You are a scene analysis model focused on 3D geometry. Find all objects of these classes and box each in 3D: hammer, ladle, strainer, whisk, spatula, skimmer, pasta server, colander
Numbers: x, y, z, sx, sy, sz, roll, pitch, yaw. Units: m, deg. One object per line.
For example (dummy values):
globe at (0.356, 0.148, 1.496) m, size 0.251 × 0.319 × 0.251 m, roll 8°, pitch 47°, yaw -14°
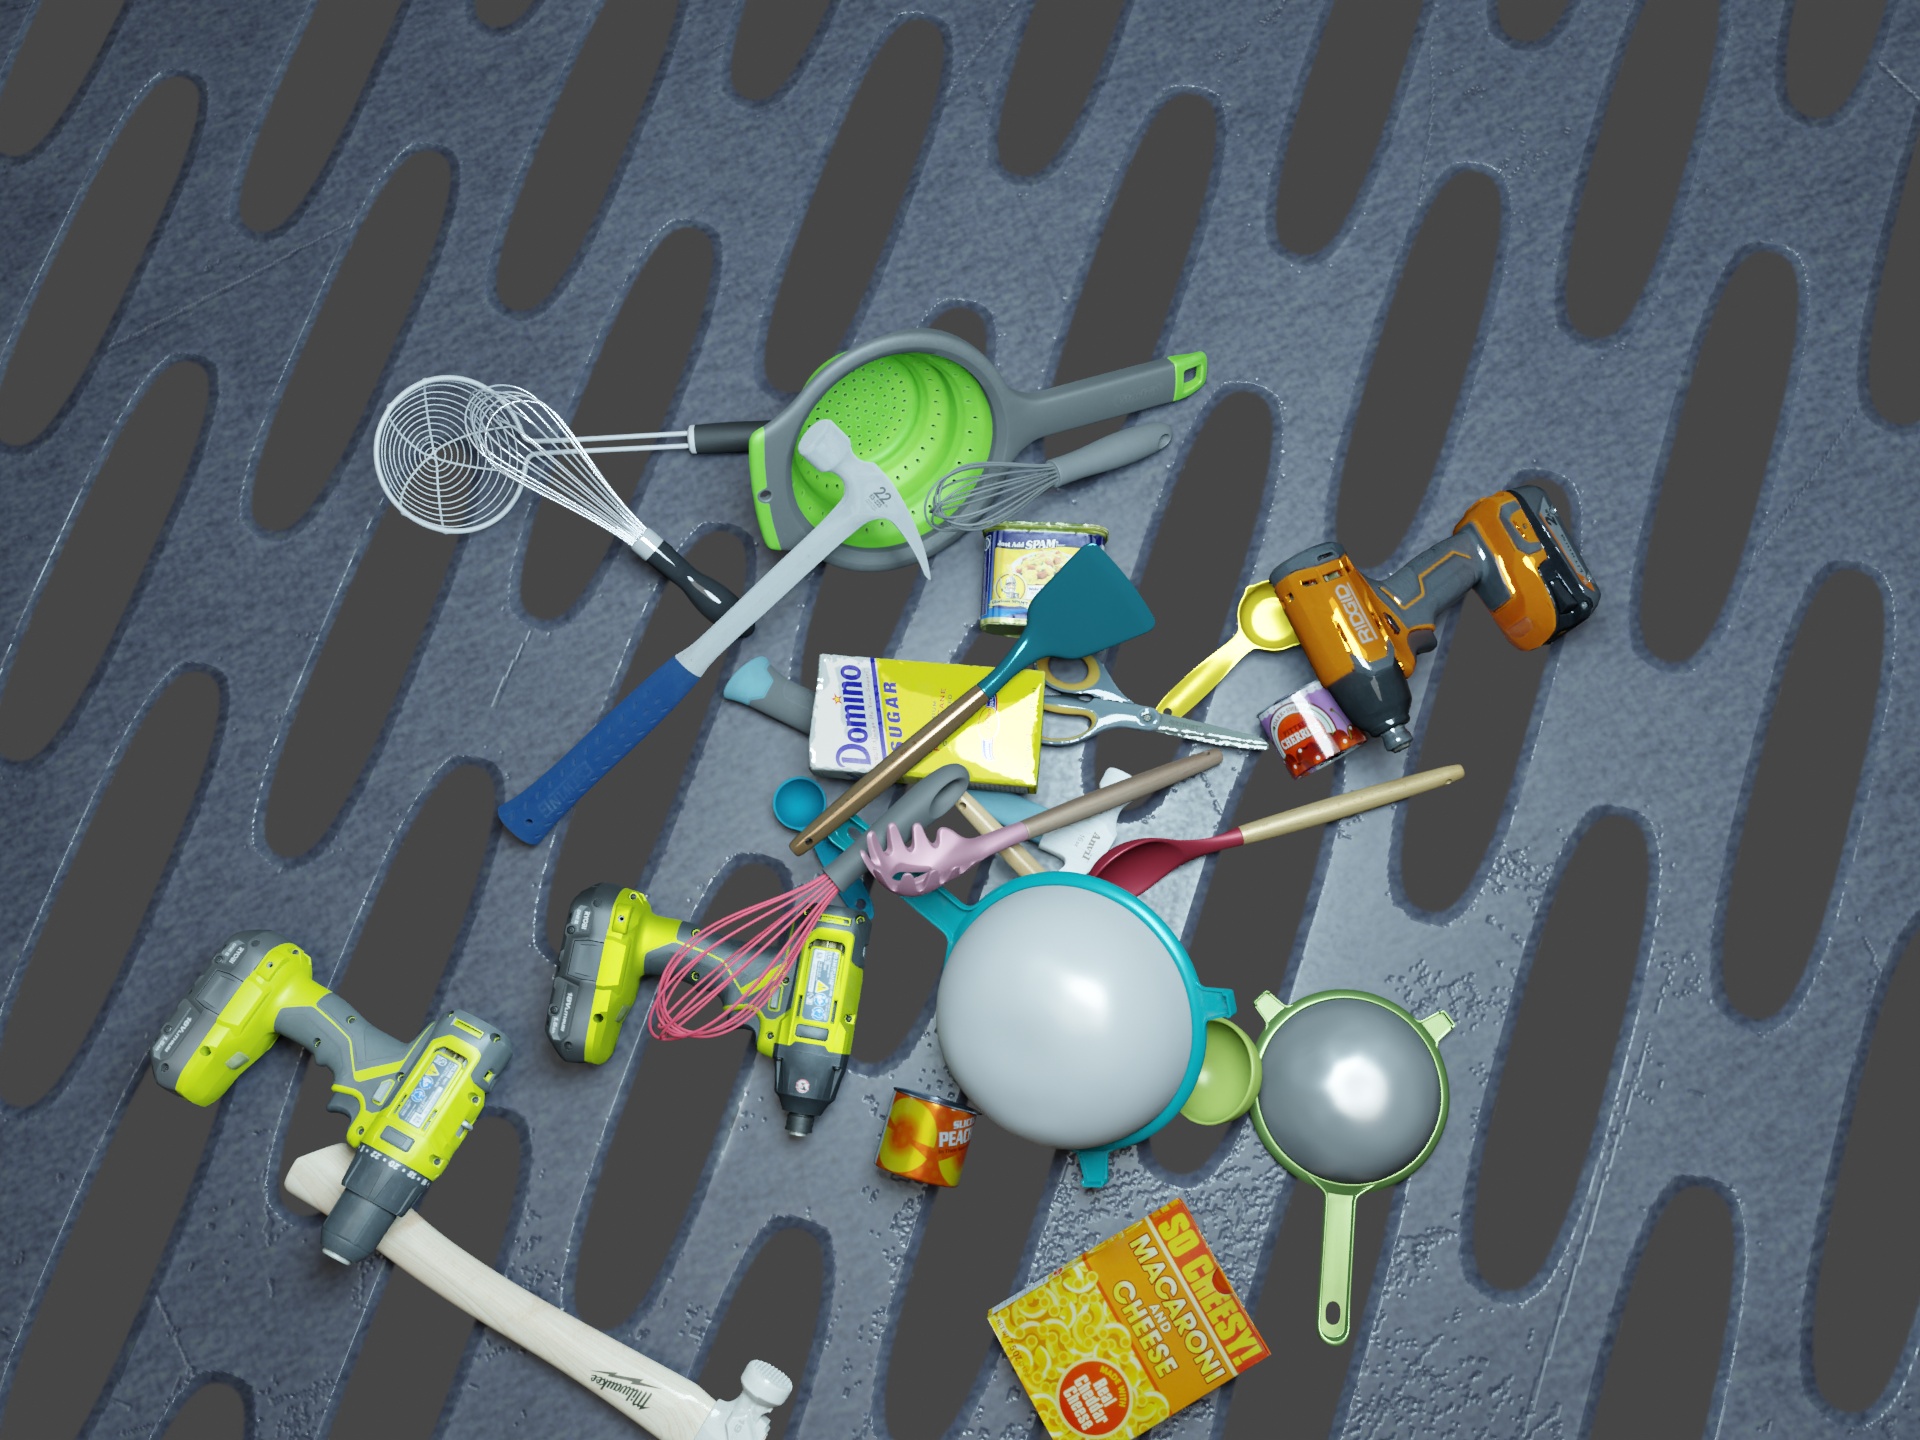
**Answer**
hammer at (-0.198, -0.045, 1.228) m, size 0.405 × 0.035 × 0.144 m, roll -42°, pitch 119°, yaw 10°
ladle at (0.241, 0.082, 1.227) m, size 0.315 × 0.069 × 0.031 m, roll -16°, pitch 50°, yaw -5°
strainer at (0.283, 0.324, 1.159) m, size 0.151 × 0.069 × 0.256 m, roll 6°, pitch 77°, yaw 4°
ladle at (0.102, 0.170, 1.183) m, size 0.320 × 0.062 × 0.078 m, roll 46°, pitch 112°, yaw 1°
whisk at (-0.273, -0.161, 1.259) m, size 0.284 × 0.070 × 0.070 m, roll 41°, pitch 82°, yaw -14°
hammer at (-0.034, 0.034, 1.256) m, size 0.331 × 0.033 × 0.128 m, roll 26°, pitch 80°, yaw 8°
whisk at (0.074, -0.199, 1.260) m, size 0.239 × 0.055 × 0.055 m, roll -23°, pitch 77°, yaw -26°
spatula at (-0.002, -0.004, 1.176) m, size 0.317 × 0.044 × 0.082 m, roll -40°, pitch 107°, yaw -2°
strainer at (0.014, 0.182, 1.152) m, size 0.340 × 0.095 × 0.211 m, roll 38°, pitch 112°, yaw 16°
skimmer at (-0.283, -0.223, 1.294) m, size 0.363 × 0.090 × 0.127 m, roll -3°, pitch 102°, yaw 1°
hammer at (-0.334, 0.450, 1.183) m, size 0.411 × 0.038 × 0.146 m, roll 29°, pitch 82°, yaw 9°
pasta server at (0.070, 0.067, 1.182) m, size 0.316 × 0.040 × 0.060 m, roll -19°, pitch 40°, yaw -26°
whisk at (-0.108, 0.129, 1.155) m, size 0.296 × 0.073 × 0.073 m, roll -40°, pitch 79°, yaw -9°
colander at (0.008, -0.252, 1.283) m, size 0.397 × 0.204 × 0.095 m, roll -18°, pitch 42°, yaw -17°

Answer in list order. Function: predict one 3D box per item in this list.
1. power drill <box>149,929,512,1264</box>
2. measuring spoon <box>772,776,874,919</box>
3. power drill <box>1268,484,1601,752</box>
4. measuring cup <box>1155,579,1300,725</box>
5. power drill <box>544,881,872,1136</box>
power drill at (-0.479, 0.276, 1.192) m, size 0.228 × 0.080 × 0.191 m, roll 26°, pitch 66°, yaw 8°
measuring spoon at (-0.104, 0.103, 1.257) m, size 0.042 × 0.021 × 0.128 m, roll -31°, pitch 87°, yaw -5°
power drill at (0.365, -0.077, 1.208) m, size 0.226 × 0.084 × 0.164 m, roll -19°, pitch 76°, yaw -17°
measuring cup at (0.213, -0.049, 1.269) m, size 0.156 × 0.029 × 0.062 m, roll -43°, pitch 78°, yaw 6°
power drill at (-0.190, 0.214, 1.206) m, size 0.223 × 0.080 × 0.171 m, roll 9°, pitch 78°, yaw 2°
